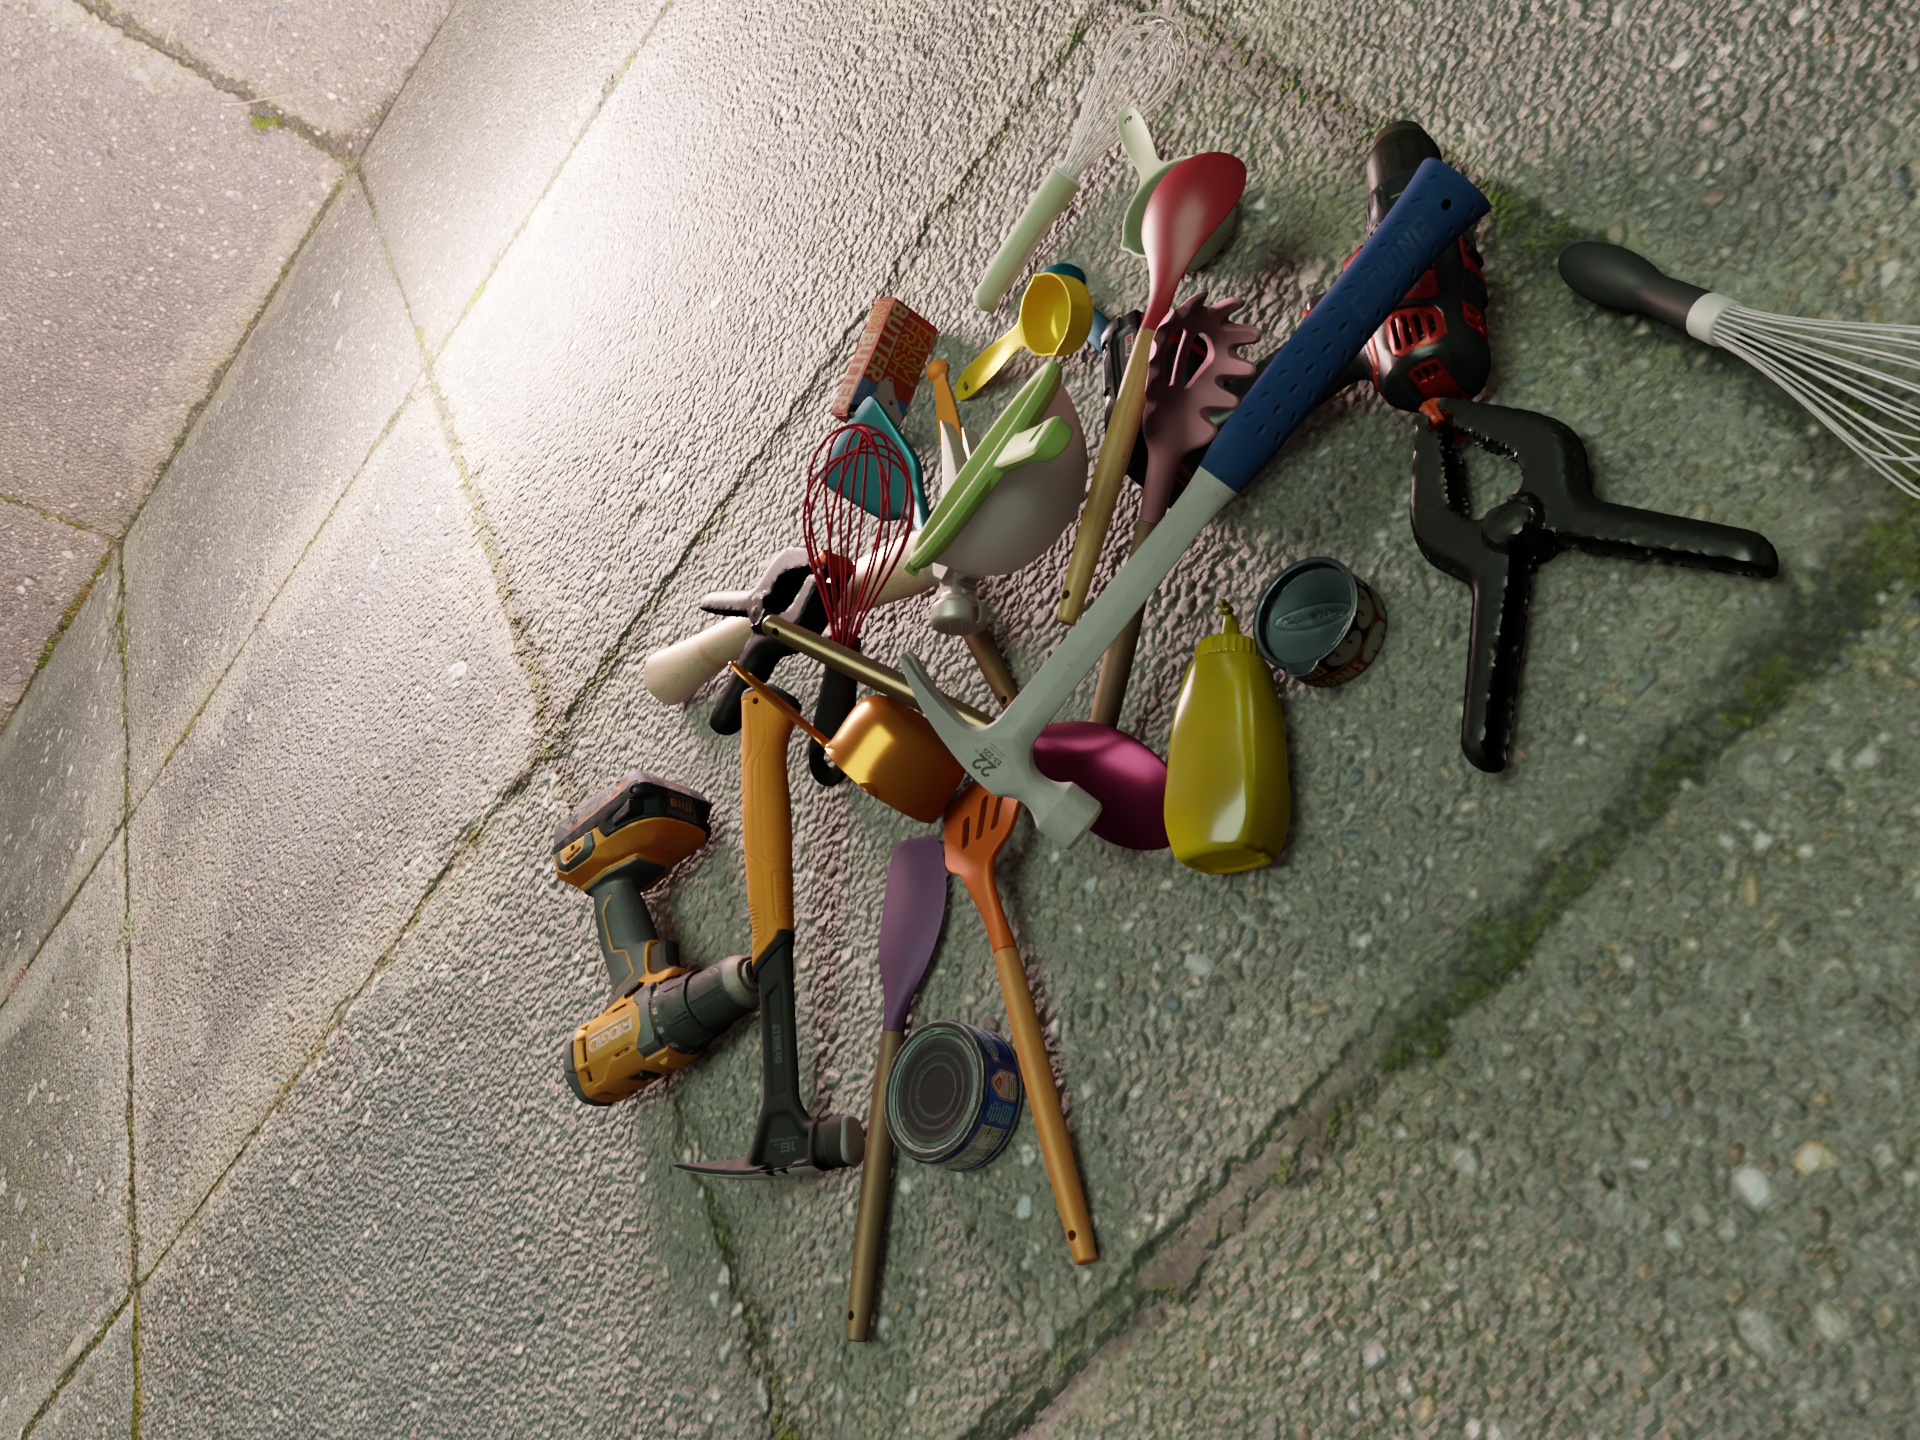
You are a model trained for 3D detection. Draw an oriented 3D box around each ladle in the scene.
[{"bbox_3d":[0.105,-0.203,0.936,0.069,0.031,0.315,5,74,46],"label":"ladle"}]

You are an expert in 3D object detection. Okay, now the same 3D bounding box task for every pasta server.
[{"bbox_3d":[0.106,-0.086,0.916,0.040,0.060,0.316,-127,47,-67],"label":"pasta server"}]

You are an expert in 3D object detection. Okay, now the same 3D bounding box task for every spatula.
[{"bbox_3d":[-0.044,0.222,0.999,0.060,0.018,0.316,-15,59,42],"label":"spatula"},{"bbox_3d":[-0.022,-0.110,1.130,0.082,0.044,0.318,-53,42,27],"label":"spatula"},{"bbox_3d":[0.039,0.160,0.942,0.081,0.041,0.323,-36,52,30],"label":"spatula"}]

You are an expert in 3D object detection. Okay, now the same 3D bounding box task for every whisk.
[{"bbox_3d":[0.084,-0.409,1.176,0.246,0.059,0.058,-54,0,17],"label":"whisk"},{"bbox_3d":[0.374,-0.175,0.737,0.070,0.070,0.285,-53,36,13],"label":"whisk"},{"bbox_3d":[-0.076,-0.068,1.060,0.073,0.073,0.295,-118,29,-44],"label":"whisk"}]

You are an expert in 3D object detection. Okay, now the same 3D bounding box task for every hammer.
[{"bbox_3d":[-0.123,-0.092,1.201,0.410,0.038,0.146,-17,68,47],"label":"hammer"},{"bbox_3d":[0.128,-0.125,0.859,0.405,0.144,0.035,-52,0,12],"label":"hammer"},{"bbox_3d":[-0.133,0.135,1.071,0.127,0.034,0.337,-13,67,21],"label":"hammer"}]

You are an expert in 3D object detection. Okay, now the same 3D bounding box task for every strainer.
[{"bbox_3d":[0.046,-0.137,0.924,0.151,0.069,0.256,-55,10,-2],"label":"strainer"}]

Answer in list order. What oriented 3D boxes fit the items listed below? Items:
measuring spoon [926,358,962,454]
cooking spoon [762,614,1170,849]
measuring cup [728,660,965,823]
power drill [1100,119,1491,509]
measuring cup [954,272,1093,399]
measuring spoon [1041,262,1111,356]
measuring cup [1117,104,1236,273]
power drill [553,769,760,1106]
[{"bbox_3d":[-0.013,-0.233,1.209,0.021,0.011,0.117,-33,49,31],"label":"measuring spoon"},{"bbox_3d":[-0.002,-0.003,0.981,0.319,0.017,0.068,26,116,28],"label":"cooking spoon"},{"bbox_3d":[-0.072,-0.003,1.047,0.052,0.173,0.095,-53,-4,8],"label":"measuring cup"},{"bbox_3d":[0.197,-0.238,0.942,0.227,0.080,0.188,-21,57,36],"label":"power drill"},{"bbox_3d":[0.044,-0.270,1.153,0.156,0.029,0.062,-28,72,55],"label":"measuring cup"},{"bbox_3d":[0.084,-0.289,1.126,0.042,0.021,0.129,-48,43,17],"label":"measuring spoon"},{"bbox_3d":[0.142,-0.370,1.098,0.083,0.038,0.168,-38,45,27],"label":"measuring cup"},{"bbox_3d":[-0.224,0.152,1.184,0.185,0.084,0.226,-32,53,29],"label":"power drill"}]
